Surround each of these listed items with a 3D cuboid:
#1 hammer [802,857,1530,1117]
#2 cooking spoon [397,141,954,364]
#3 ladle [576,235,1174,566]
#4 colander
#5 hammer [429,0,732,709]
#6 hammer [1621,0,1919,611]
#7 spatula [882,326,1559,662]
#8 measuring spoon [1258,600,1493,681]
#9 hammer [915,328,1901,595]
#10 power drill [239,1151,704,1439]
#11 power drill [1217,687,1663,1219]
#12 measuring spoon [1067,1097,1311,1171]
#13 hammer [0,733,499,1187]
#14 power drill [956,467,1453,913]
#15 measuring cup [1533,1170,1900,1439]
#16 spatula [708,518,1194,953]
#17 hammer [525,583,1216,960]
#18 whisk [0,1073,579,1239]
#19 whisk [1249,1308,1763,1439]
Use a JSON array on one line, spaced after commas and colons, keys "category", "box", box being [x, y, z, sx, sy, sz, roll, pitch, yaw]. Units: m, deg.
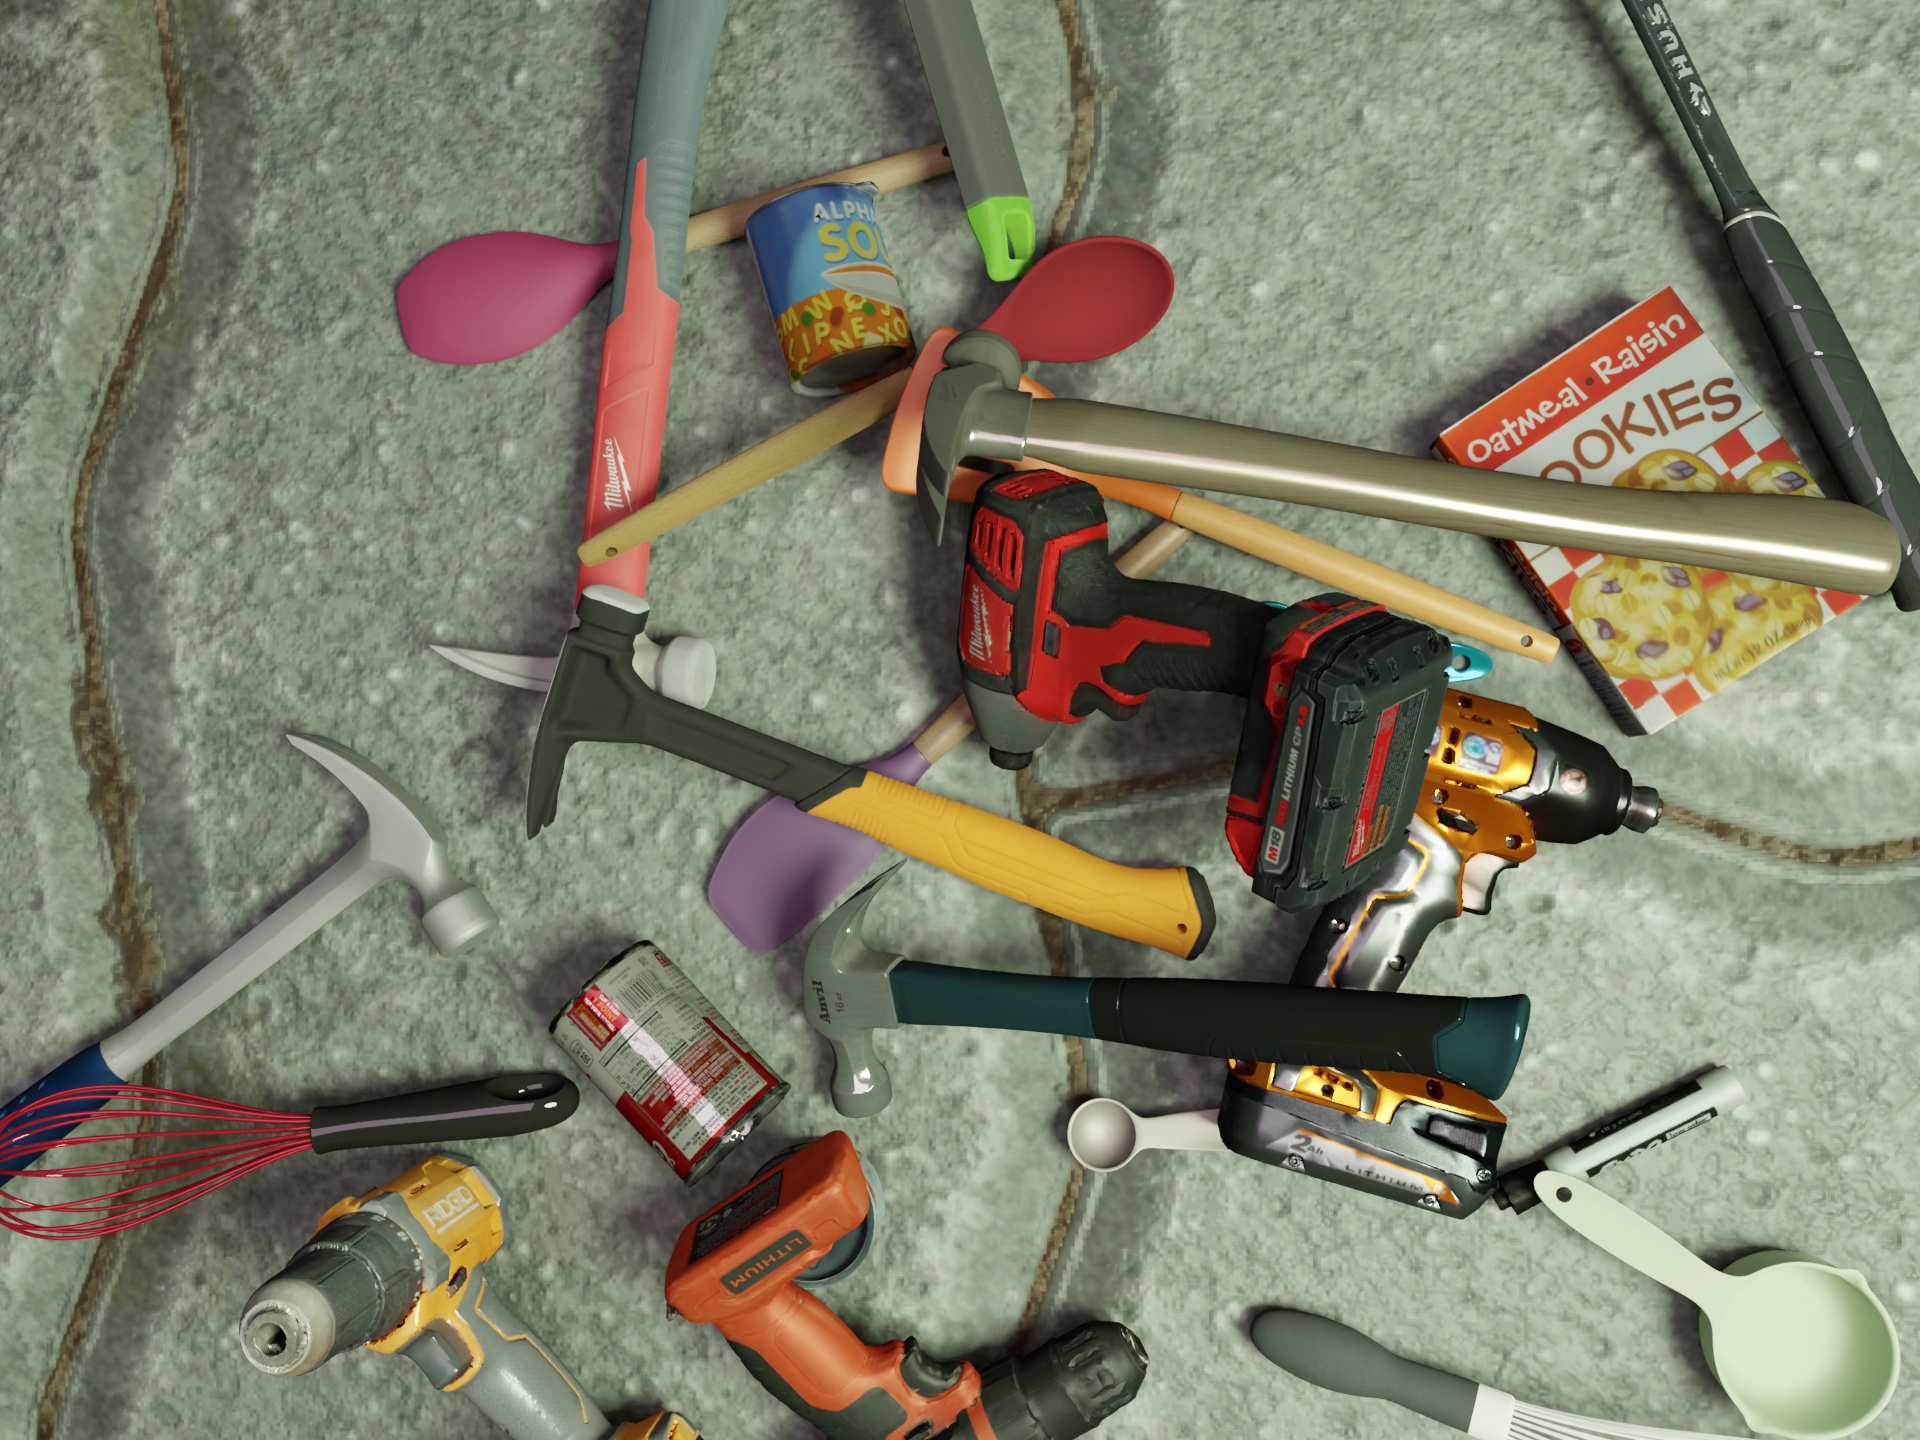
[{"category": "hammer", "box": [0.073, 0.127, 0.686, 0.331, 0.033, 0.128, -1, 110, 29]}, {"category": "cooking spoon", "box": [-0.145, -0.251, 0.824, 0.319, 0.017, 0.069, -14, 88, 8]}, {"category": "ladle", "box": [-0.043, -0.151, 0.768, 0.315, 0.069, 0.031, -28, 47, -2]}, {"category": "colander", "box": [-0.056, -0.396, 0.773, 0.094, 0.204, 0.397, -13, 95, 41]}, {"category": "hammer", "box": [-0.175, -0.204, 0.801, 0.143, 0.038, 0.386, 8, 92, 9]}, {"category": "hammer", "box": [0.347, -0.238, 0.715, 0.149, 0.036, 0.409, -24, 88, -32]}, {"category": "spatula", "box": [0.123, -0.091, 0.743, 0.322, 0.041, 0.081, 22, 99, 8]}, {"category": "measuring spoon", "box": [0.189, -0.035, 0.763, 0.128, 0.021, 0.042, 6, 112, 0]}, {"category": "hammer", "box": [0.186, -0.093, 0.668, 0.410, 0.146, 0.038, 9, 125, 1]}, {"category": "power drill", "box": [-0.216, 0.310, 0.720, 0.084, 0.185, 0.226, -40, 85, 3]}, {"category": "power drill", "box": [0.214, 0.098, 0.718, 0.164, 0.084, 0.226, 15, 85, 7]}, {"category": "measuring spoon", "box": [0.113, 0.197, 0.762, 0.124, 0.018, 0.034, -3, 73, 2]}, {"category": "hammer", "box": [-0.438, 0.167, 0.835, 0.405, 0.035, 0.144, -37, 82, 5]}, {"category": "power drill", "box": [0.087, -0.013, 0.688, 0.220, 0.078, 0.143, 28, 124, 36]}, {"category": "measuring cup", "box": [0.330, 0.250, 0.713, 0.167, 0.038, 0.083, 32, 92, 11]}, {"category": "spatula", "box": [-0.001, -0.003, 0.787, 0.316, 0.018, 0.060, -41, 88, 5]}, {"category": "hammer", "box": [-0.042, 0.049, 0.763, 0.337, 0.034, 0.127, 20, 103, 2]}, {"category": "whisk", "box": [-0.339, 0.207, 0.788, 0.296, 0.073, 0.073, -6, 86, -6]}, {"category": "whisk", "box": [0.265, 0.318, 0.697, 0.285, 0.070, 0.070, 14, 89, 21]}]
